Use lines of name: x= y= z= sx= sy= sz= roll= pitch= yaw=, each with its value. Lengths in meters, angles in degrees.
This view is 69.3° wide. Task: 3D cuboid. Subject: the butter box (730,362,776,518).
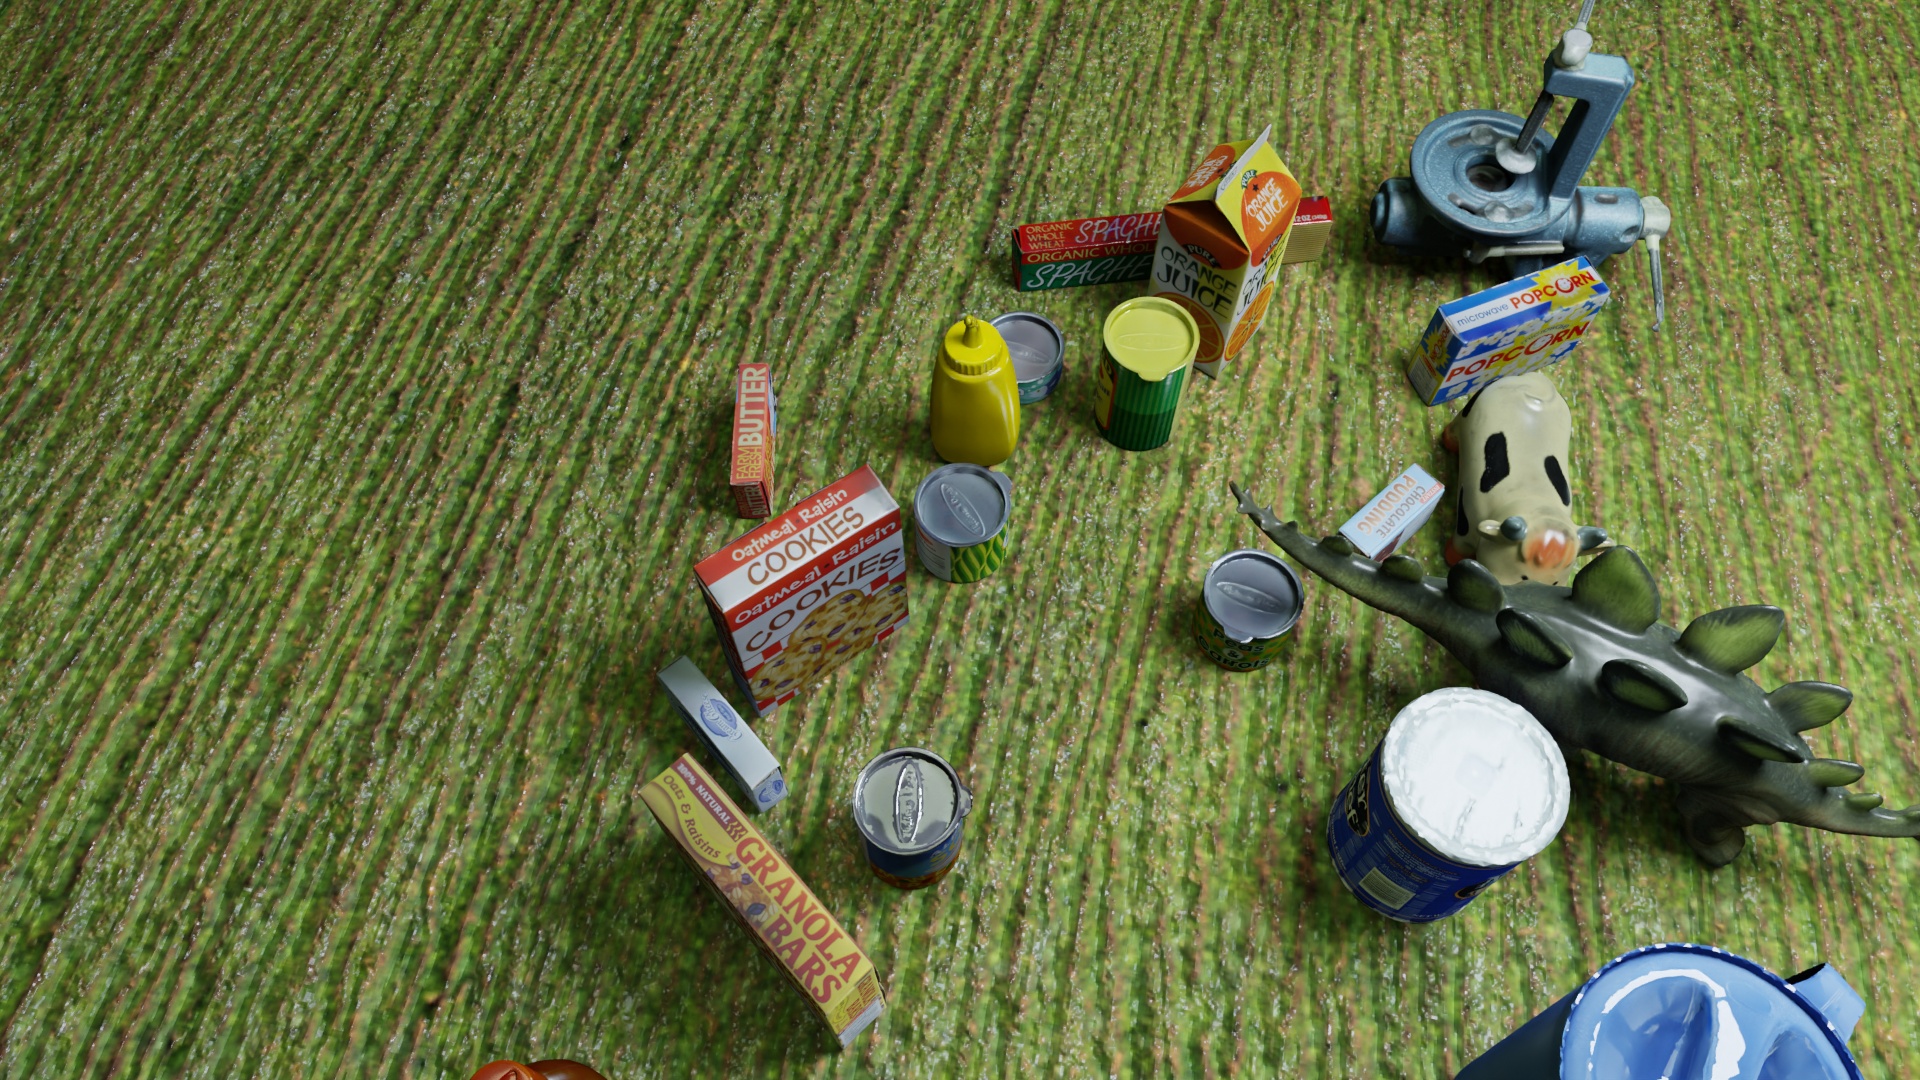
butter box: x=-0.149 y=-0.072 z=1.004 sx=0.024 sy=0.053 sz=0.104 roll=-1 pitch=61 yaw=0

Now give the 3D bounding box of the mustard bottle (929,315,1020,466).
mustard bottle: x=0.010 y=-0.109 z=0.963 sx=0.065 sy=0.159 sz=0.049 roll=1 pitch=62 yaw=1

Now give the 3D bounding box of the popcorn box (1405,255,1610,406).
popcorn box: x=0.404 y=-0.154 z=1.030 sx=0.127 sy=0.085 sz=0.038 roll=-20 pitch=63 yaw=-10

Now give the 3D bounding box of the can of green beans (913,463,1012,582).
can of green beans: x=0.001 y=-0.011 z=0.968 sx=0.071 sy=0.057 sz=0.071 roll=0 pitch=61 yaw=0

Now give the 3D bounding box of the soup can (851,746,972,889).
soup can: x=-0.028 y=0.172 z=0.852 sx=0.071 sy=0.083 sz=0.071 roll=0 pitch=62 yaw=0

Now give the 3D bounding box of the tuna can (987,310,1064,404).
tuna can: x=0.044 y=-0.136 z=1.050 sx=0.071 sy=0.032 sz=0.071 roll=0 pitch=61 yaw=0

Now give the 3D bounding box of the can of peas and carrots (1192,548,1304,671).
can of peas and carrots: x=0.191 y=0.050 z=0.933 sx=0.071 sy=0.058 sz=0.071 roll=0 pitch=61 yaw=0

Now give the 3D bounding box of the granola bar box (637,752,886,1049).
granola bar box: x=-0.112 y=0.211 z=0.808 sx=0.039 sy=0.123 sz=0.166 roll=-39 pitch=68 yaw=-19

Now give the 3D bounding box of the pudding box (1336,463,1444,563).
pudding box: x=0.296 y=-0.010 z=0.971 sx=0.084 sy=0.049 sz=0.030 roll=-38 pitch=68 yaw=-19

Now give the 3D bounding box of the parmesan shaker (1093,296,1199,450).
parmesan shaker: x=0.131 y=-0.115 z=0.999 sx=0.071 sy=0.102 sz=0.071 roll=0 pitch=62 yaw=0

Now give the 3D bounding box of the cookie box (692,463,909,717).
cookie box: x=-0.096 y=0.035 z=0.880 sx=0.123 sy=0.166 sz=0.040 roll=-32 pitch=66 yaw=-16

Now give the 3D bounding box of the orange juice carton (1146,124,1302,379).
orange juice carton: x=0.188 y=-0.210 z=1.000 sx=0.073 sy=0.191 sz=0.072 roll=34 pitch=67 yaw=17

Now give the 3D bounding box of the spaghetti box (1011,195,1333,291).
spaghetti box: x=0.165 y=-0.234 z=1.094 sx=0.250 sy=0.050 sz=0.029 roll=-7 pitch=62 yaw=-3

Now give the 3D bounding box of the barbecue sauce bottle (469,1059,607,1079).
barbecue sauce bottle: x=-0.225 y=0.307 z=0.742 sx=0.044 sy=0.148 sz=0.065 roll=25 pitch=65 yaw=13

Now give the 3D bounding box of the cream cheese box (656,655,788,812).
cream cheese box: x=-0.153 y=0.125 z=0.896 sx=0.024 sy=0.053 sz=0.104 roll=-38 pitch=68 yaw=-18
